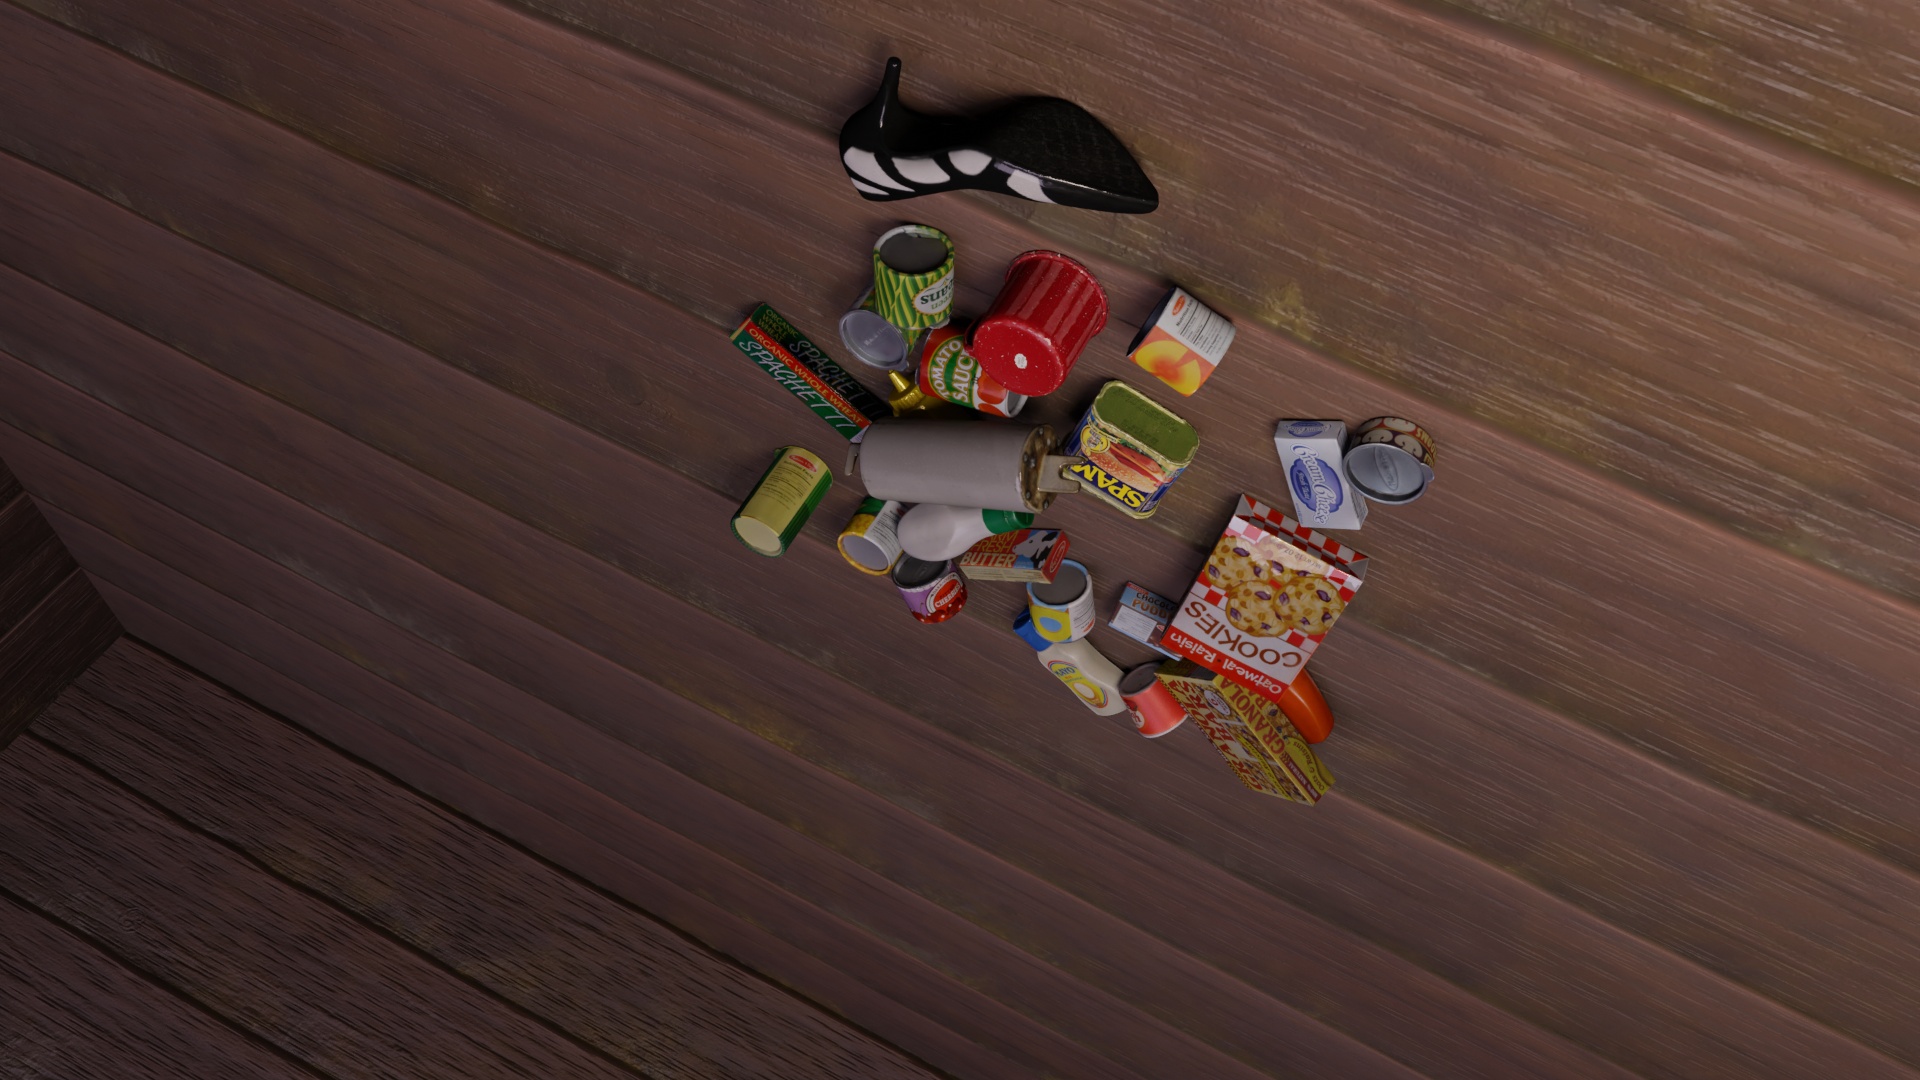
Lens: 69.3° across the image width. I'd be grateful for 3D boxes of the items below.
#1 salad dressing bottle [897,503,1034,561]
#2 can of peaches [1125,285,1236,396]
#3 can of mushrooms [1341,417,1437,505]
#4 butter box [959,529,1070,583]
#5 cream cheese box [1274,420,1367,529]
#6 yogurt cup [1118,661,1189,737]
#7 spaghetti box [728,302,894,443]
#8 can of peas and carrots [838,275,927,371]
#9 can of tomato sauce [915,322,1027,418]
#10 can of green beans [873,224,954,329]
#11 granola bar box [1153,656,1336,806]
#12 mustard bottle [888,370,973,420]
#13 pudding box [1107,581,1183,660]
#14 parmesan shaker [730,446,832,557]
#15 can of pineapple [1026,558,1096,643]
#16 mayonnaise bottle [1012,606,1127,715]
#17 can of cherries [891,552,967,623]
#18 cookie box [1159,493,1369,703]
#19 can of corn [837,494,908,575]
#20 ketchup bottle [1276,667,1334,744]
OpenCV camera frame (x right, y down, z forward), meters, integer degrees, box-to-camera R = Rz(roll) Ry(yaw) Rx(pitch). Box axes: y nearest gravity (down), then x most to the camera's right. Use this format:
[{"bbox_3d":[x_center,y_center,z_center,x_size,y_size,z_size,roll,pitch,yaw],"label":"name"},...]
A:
[{"bbox_3d":[0.005,-0.017,1.378,0.147,0.044,0.064,-12,83,39],"label":"salad dressing bottle"},{"bbox_3d":[0.168,-0.152,1.066,0.058,0.071,0.071,33,146,-4],"label":"can of peaches"},{"bbox_3d":[0.336,-0.062,1.080,0.071,0.034,0.070,21,144,16],"label":"can of mushrooms"},{"bbox_3d":[0.053,0.014,1.381,0.103,0.053,0.024,2,140,37],"label":"butter box"},{"bbox_3d":[0.294,-0.053,1.132,0.053,0.024,0.103,3,138,33],"label":"cream cheese box"},{"bbox_3d":[0.202,0.164,1.450,0.072,0.073,0.054,-17,116,48],"label":"yogurt cup"},{"bbox_3d":[-0.112,-0.131,1.343,0.250,0.029,0.050,40,145,-13],"label":"spaghetti box"},{"bbox_3d":[-0.061,-0.189,1.201,0.071,0.059,0.070,20,145,15],"label":"can of peas and carrots"},{"bbox_3d":[0.014,-0.146,1.190,0.083,0.071,0.070,18,144,17],"label":"can of tomato sauce"},{"bbox_3d":[-0.038,-0.217,1.142,0.071,0.071,0.057,21,145,14],"label":"can of green beans"},{"bbox_3d":[0.280,0.183,1.378,0.165,0.039,0.124,50,164,-11],"label":"granola bar box"},{"bbox_3d":[-0.024,-0.105,1.289,0.065,0.049,0.160,-12,127,44],"label":"mustard bottle"},{"bbox_3d":[0.193,0.081,1.378,0.084,0.030,0.049,26,145,7],"label":"pudding box"},{"bbox_3d":[-0.189,-0.041,1.452,0.071,0.103,0.071,21,145,15],"label":"parmesan shaker"},{"bbox_3d":[0.099,0.060,1.392,0.071,0.071,0.057,15,143,22],"label":"can of pineapple"},{"bbox_3d":[0.120,0.128,1.486,0.148,0.041,0.064,41,147,-16],"label":"mayonnaise bottle"},{"bbox_3d":[-0.031,0.047,1.474,0.071,0.072,0.058,5,139,33],"label":"can of cherries"},{"bbox_3d":[0.267,0.056,1.240,0.123,0.040,0.166,28,130,6],"label":"cookie box"},{"bbox_3d":[-0.089,-0.005,1.461,0.071,0.058,0.070,20,144,16],"label":"can of corn"},{"bbox_3d":[0.309,0.136,1.346,0.064,0.044,0.148,5,138,44],"label":"ketchup bottle"}]
